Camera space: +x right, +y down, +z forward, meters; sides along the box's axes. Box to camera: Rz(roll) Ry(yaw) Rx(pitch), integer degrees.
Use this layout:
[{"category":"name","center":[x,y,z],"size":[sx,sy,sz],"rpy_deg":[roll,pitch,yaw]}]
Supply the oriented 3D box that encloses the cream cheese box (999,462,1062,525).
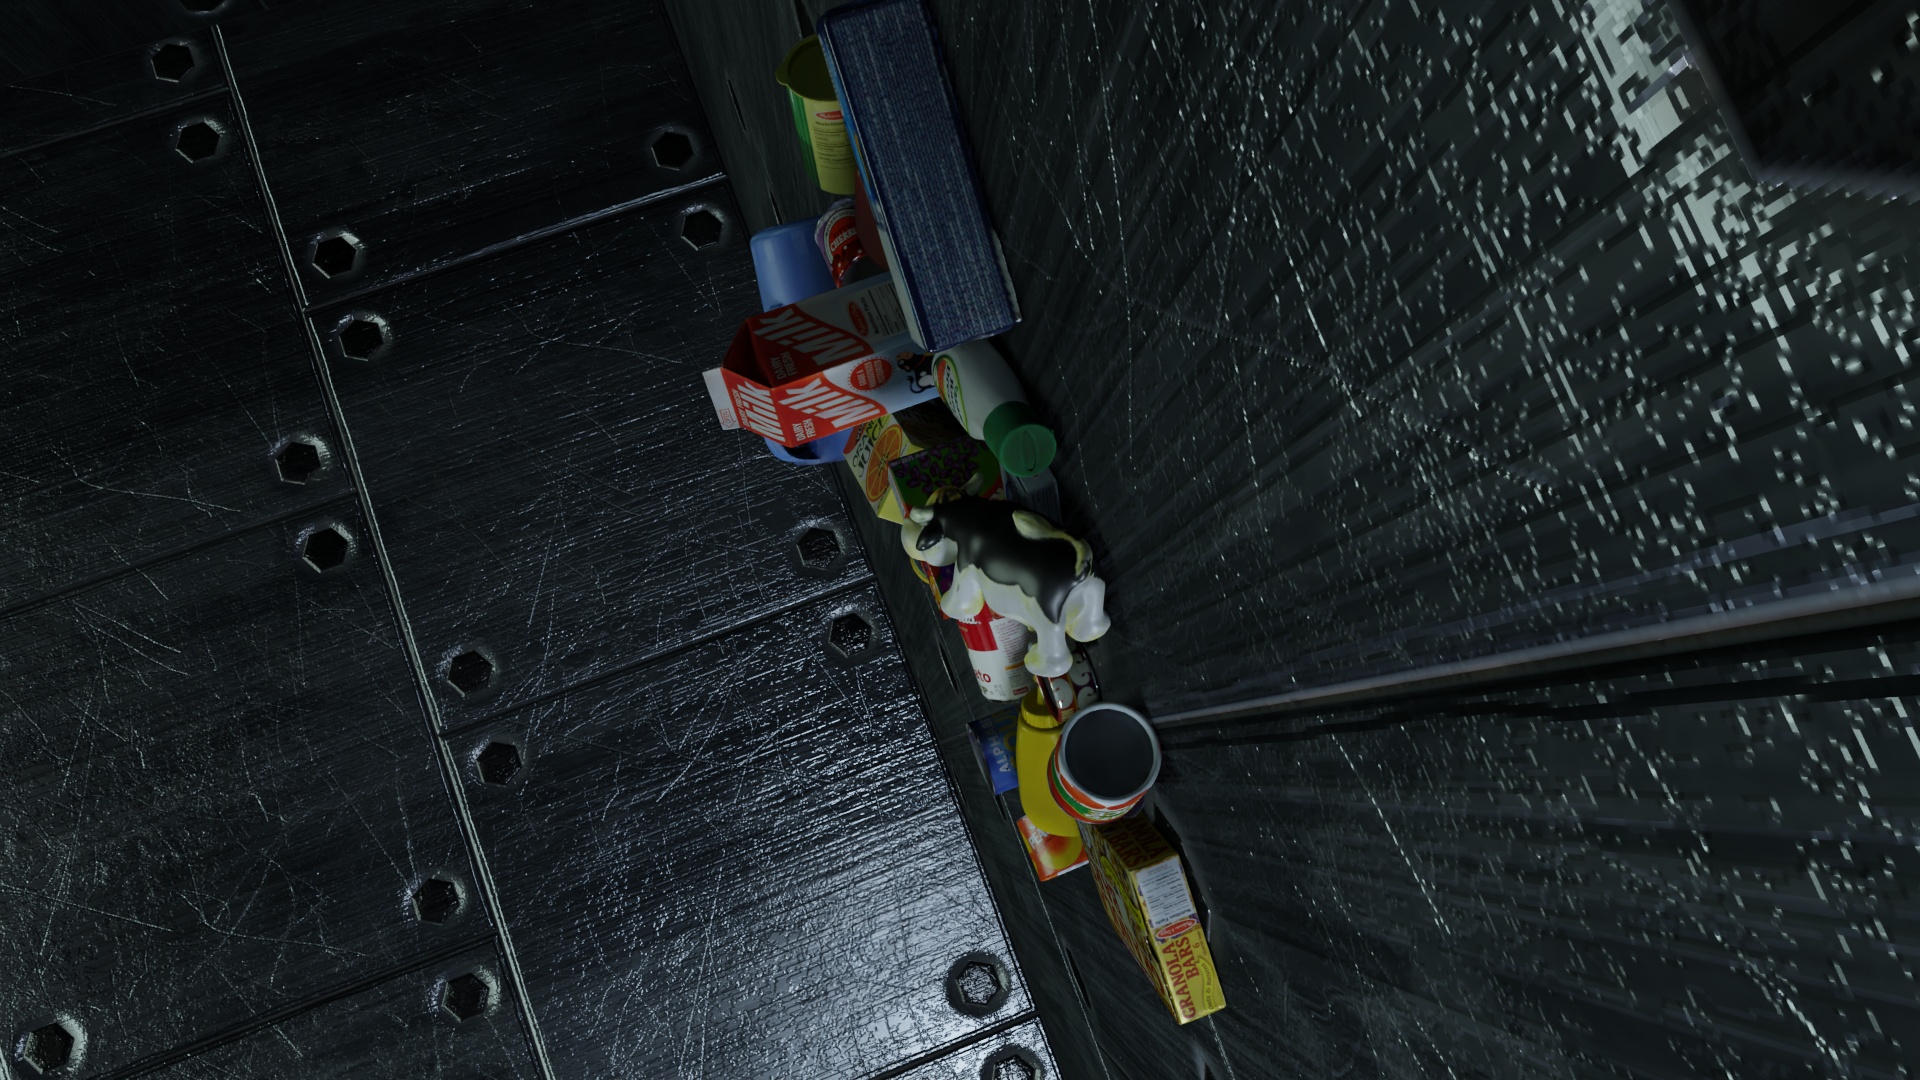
[{"category":"cream cheese box","center":[0.050,-0.018,0.943],"size":[0.103,0.024,0.053],"rpy_deg":[78,170,-47]}]

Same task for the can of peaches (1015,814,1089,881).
[{"category":"can of peaches","center":[0.090,0.266,1.246],"size":[0.071,0.071,0.058],"rpy_deg":[93,155,-72]}]

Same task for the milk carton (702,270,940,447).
[{"category":"milk carton","center":[-0.088,-0.131,1.006],"size":[0.072,0.191,0.074],"rpy_deg":[82,166,-57]}]

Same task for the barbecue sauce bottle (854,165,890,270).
[{"category":"barbecue sauce bottle","center":[-0.052,-0.251,1.000],"size":[0.065,0.044,0.148],"rpy_deg":[63,171,10]}]

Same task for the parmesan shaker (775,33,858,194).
[{"category":"parmesan shaker","center":[-0.094,-0.314,1.028],"size":[0.102,0.071,0.071],"rpy_deg":[85,163,-65]}]

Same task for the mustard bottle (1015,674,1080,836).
[{"category":"mustard bottle","center":[0.076,0.166,1.112],"size":[0.049,0.065,0.159],"rpy_deg":[-56,-36,-48]}]

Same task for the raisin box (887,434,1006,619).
[{"category":"raisin box","center":[0.004,-0.013,1.058],"size":[0.040,0.086,0.123],"rpy_deg":[96,153,-70]}]

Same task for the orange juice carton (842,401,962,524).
[{"category":"orange juice carton","center":[-0.049,-0.079,1.222],"size":[0.071,0.073,0.193],"rpy_deg":[-65,25,17]}]

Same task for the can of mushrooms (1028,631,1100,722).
[{"category":"can of mushrooms","center":[0.077,0.102,1.032],"size":[0.071,0.033,0.071],"rpy_deg":[163,88,-82]}]

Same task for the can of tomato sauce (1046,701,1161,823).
[{"category":"can of tomato sauce","center":[0.093,0.147,0.902],"size":[0.082,0.071,0.071],"rpy_deg":[93,156,-70]}]

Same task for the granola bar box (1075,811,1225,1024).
[{"category":"granola bar box","center":[0.132,0.257,1.021],"size":[0.166,0.039,0.124],"rpy_deg":[-138,28,-76]}]

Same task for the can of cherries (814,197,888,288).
[{"category":"can of cherries","center":[-0.082,-0.242,1.153],"size":[0.071,0.071,0.058],"rpy_deg":[85,164,-63]}]

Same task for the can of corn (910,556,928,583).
[{"category":"can of corn","center":[-0.018,0.009,1.356],"size":[0.058,0.071,0.071],"rpy_deg":[123,126,-82]}]

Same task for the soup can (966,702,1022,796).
[{"category":"soup can","center":[0.055,0.171,1.187],"size":[0.071,0.084,0.071],"rpy_deg":[162,88,-82]}]

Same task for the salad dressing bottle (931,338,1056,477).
[{"category":"salad dressing bottle","center":[0.021,-0.087,0.895],"size":[0.148,0.044,0.064],"rpy_deg":[-122,19,-59]}]
